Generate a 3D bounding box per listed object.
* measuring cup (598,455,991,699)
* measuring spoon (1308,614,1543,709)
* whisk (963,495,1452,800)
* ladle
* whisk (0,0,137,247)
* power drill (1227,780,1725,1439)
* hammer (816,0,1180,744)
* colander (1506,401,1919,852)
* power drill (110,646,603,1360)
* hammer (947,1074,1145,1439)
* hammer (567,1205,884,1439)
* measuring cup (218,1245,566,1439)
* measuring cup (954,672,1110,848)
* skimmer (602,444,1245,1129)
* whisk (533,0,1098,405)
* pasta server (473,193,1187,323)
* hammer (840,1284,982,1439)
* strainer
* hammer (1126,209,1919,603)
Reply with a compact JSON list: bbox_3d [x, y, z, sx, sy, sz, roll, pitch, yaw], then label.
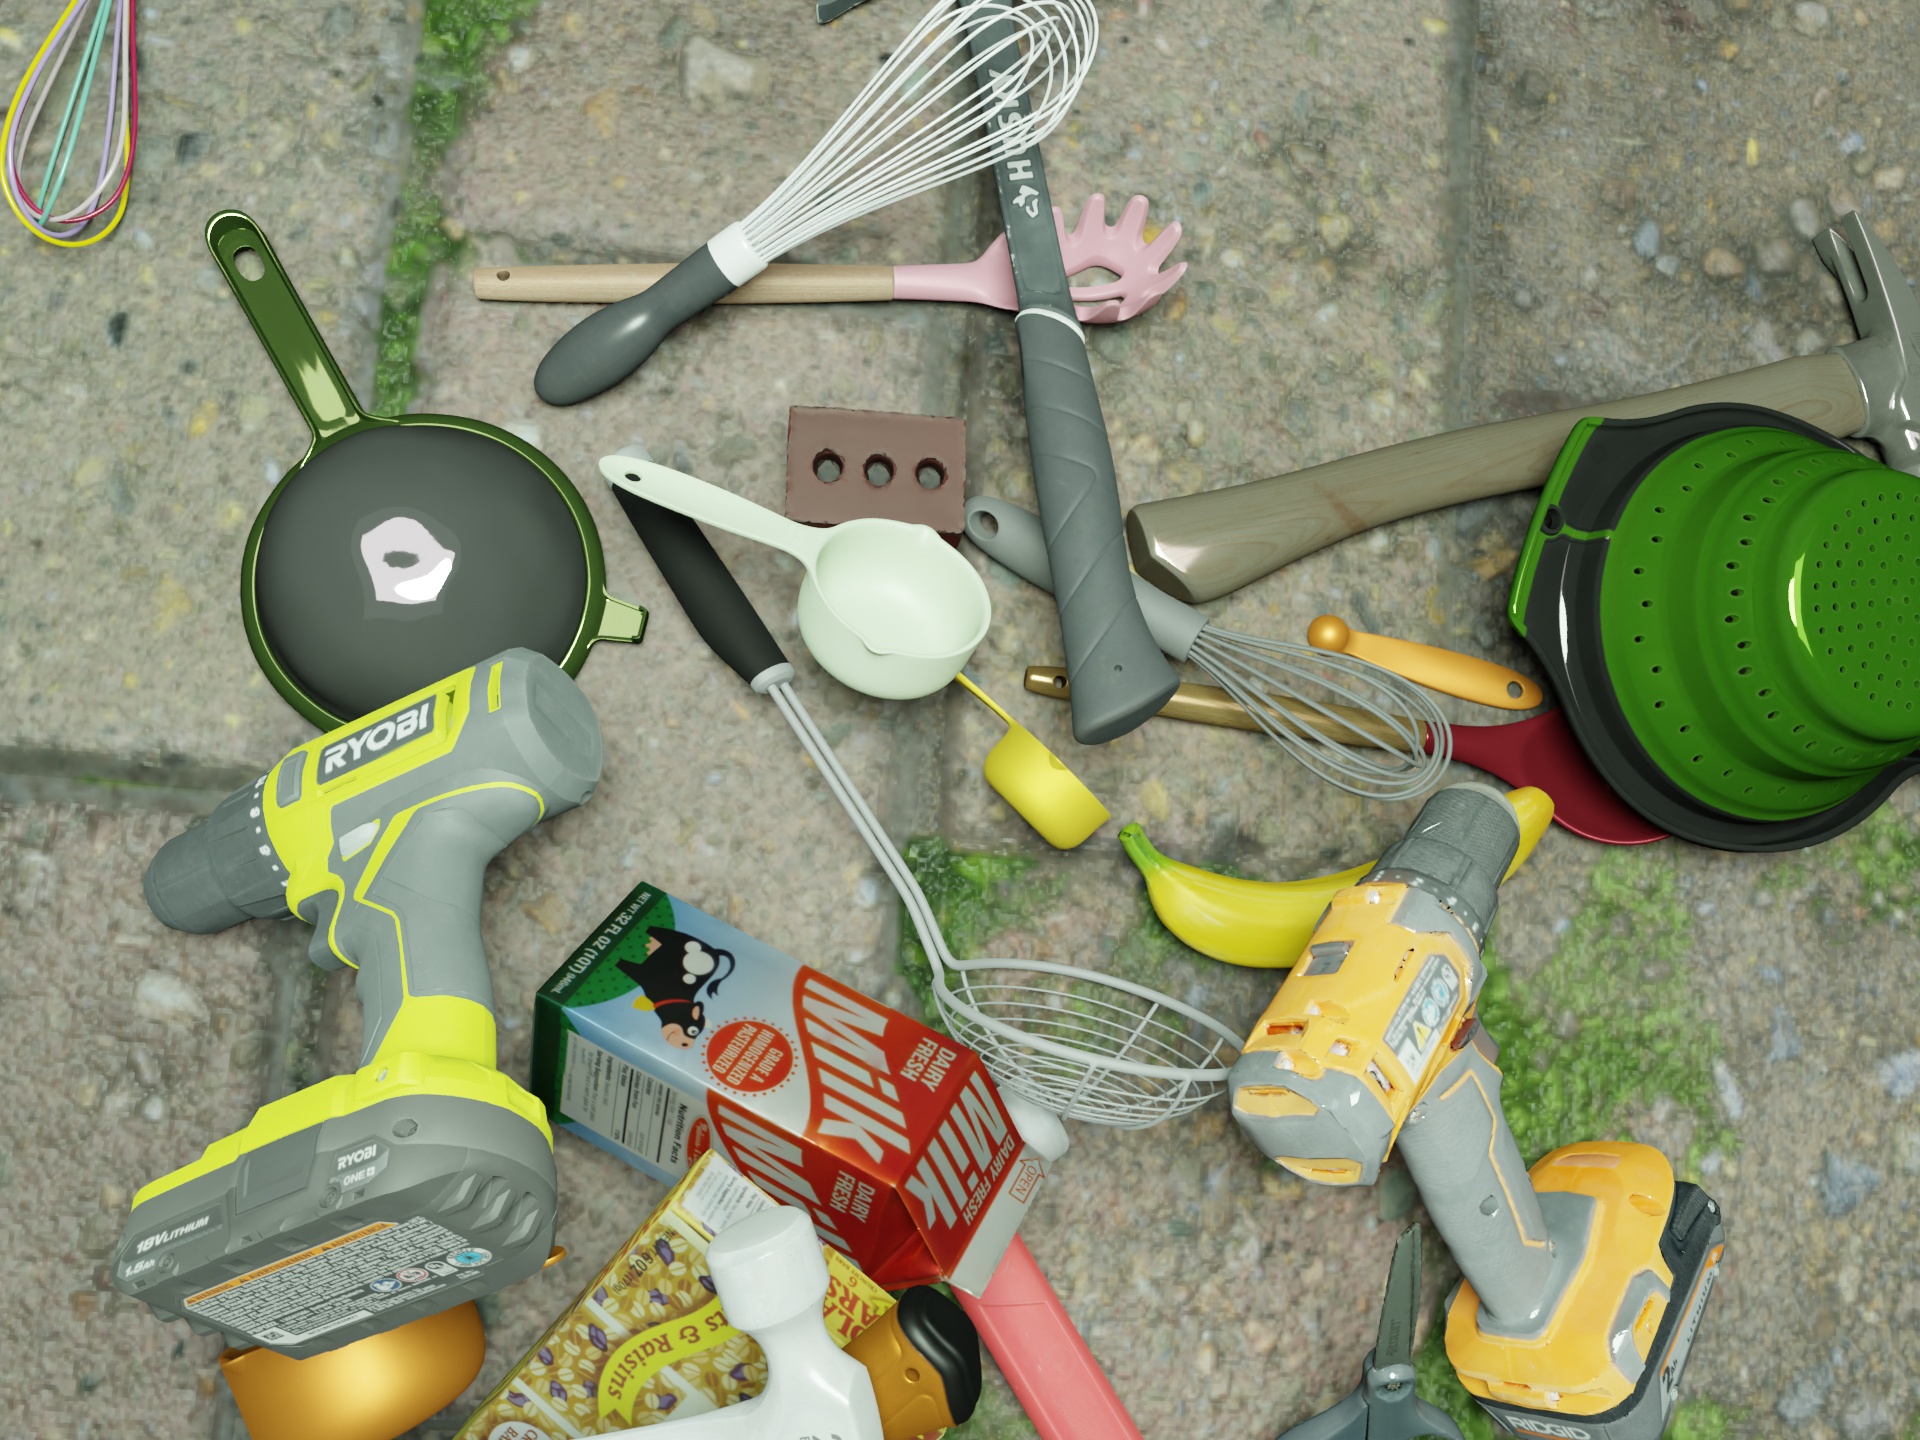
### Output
[{"bbox_3d":[-0.070,-0.060,0.644,0.167,0.038,0.083,23,44,-4],"label":"measuring cup"},{"bbox_3d":[0.217,-0.027,0.737,0.117,0.011,0.021,16,79,-5],"label":"measuring spoon"},{"bbox_3d":[0.102,-0.038,0.691,0.239,0.055,0.055,30,78,11],"label":"whisk"},{"bbox_3d":[0.184,0.005,0.721,0.315,0.031,0.069,9,85,-5],"label":"ladle"},{"bbox_3d":[-0.368,-0.317,0.694,0.047,0.051,0.245,14,74,-27],"label":"whisk"},{"bbox_3d":[0.216,0.152,0.638,0.226,0.084,0.185,52,54,-15],"label":"power drill"},{"bbox_3d":[0.030,-0.185,0.682,0.149,0.036,0.409,-7,70,-4],"label":"hammer"},{"bbox_3d":[0.436,-0.011,0.696,0.397,0.094,0.204,25,80,-13],"label":"colander"},{"bbox_3d":[-0.221,0.094,0.564,0.190,0.080,0.229,-23,47,12],"label":"power drill"},{"bbox_3d":[0.070,0.346,0.641,0.143,0.038,0.386,-31,86,-10],"label":"hammer"},{"bbox_3d":[-0.213,0.273,0.530,0.405,0.035,0.144,-17,93,15],"label":"hammer"},{"bbox_3d":[-0.190,0.225,0.569,0.173,0.095,0.052,-23,87,33],"label":"measuring cup"},{"bbox_3d":[-0.001,-0.002,0.689,0.156,0.062,0.029,42,88,11],"label":"measuring cup"},{"bbox_3d":[-0.023,0.014,0.656,0.090,0.127,0.363,-38,79,16],"label":"skimmer"},{"bbox_3d":[-0.066,-0.212,0.662,0.284,0.070,0.070,-31,86,15],"label":"whisk"},{"bbox_3d":[-0.057,-0.202,0.716,0.316,0.040,0.060,-2,70,-7],"label":"pasta server"},{"bbox_3d":[-0.120,0.306,0.552,0.127,0.034,0.337,44,104,2],"label":"hammer"},{"bbox_3d":[-0.250,-0.109,0.656,0.151,0.069,0.256,-29,87,-11],"label":"strainer"},{"bbox_3d":[0.274,-0.136,0.752,0.410,0.038,0.146,-13,81,-10],"label":"hammer"}]
